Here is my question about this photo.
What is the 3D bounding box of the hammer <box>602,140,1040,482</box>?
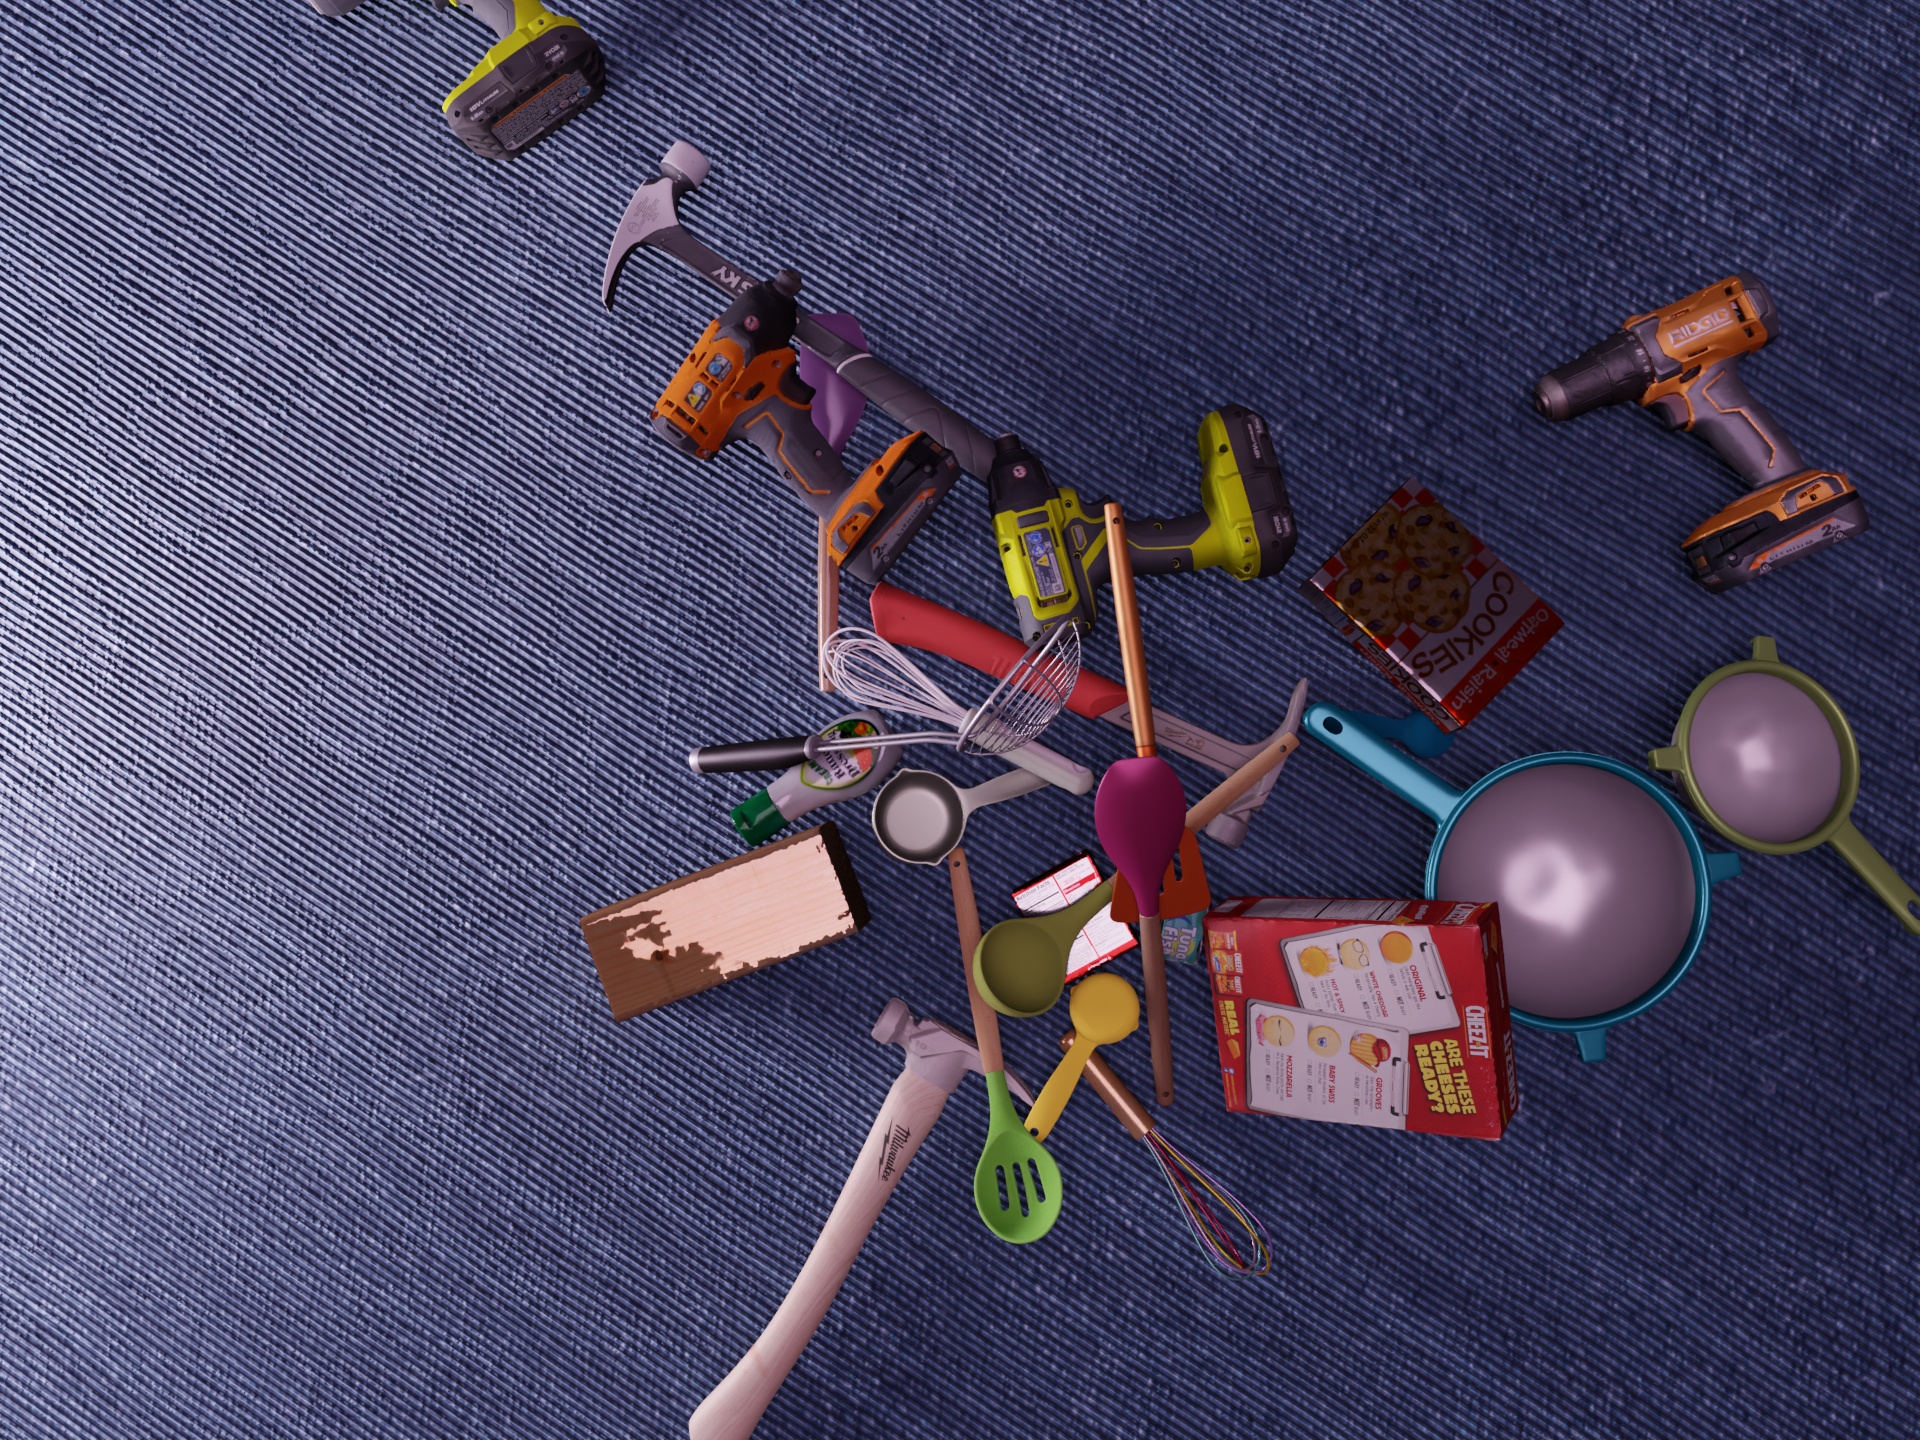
[{"bbox_3d":[-0.106,-0.299,1.299,0.409,0.036,0.149,35,85,0],"label":"hammer"}]

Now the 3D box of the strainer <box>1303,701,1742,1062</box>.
[{"bbox_3d":[0.407,0.092,1.240,0.340,0.095,0.211,36,91,5],"label":"strainer"}]

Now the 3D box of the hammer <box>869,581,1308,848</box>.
[{"bbox_3d":[0.095,-0.036,1.294,0.359,0.036,0.149,25,91,4],"label":"hammer"}]

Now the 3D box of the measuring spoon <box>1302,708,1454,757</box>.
[{"bbox_3d":[0.337,0.005,1.268,0.128,0.021,0.042,6,90,-10],"label":"measuring spoon"}]

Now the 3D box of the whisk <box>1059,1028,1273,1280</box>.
[{"bbox_3d":[0.162,0.351,1.285,0.051,0.047,0.245,-39,82,-9],"label":"whisk"}]

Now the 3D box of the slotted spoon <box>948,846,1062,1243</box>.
[{"bbox_3d":[0.025,0.255,1.273,0.070,0.031,0.314,-12,75,7],"label":"slotted spoon"}]

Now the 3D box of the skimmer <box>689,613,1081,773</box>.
[{"bbox_3d":[-0.072,-0.012,1.226,0.363,0.127,0.090,-7,111,30],"label":"skimmer"}]

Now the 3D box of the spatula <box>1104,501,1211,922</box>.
[{"bbox_3d":[0.136,-0.005,1.214,0.081,0.041,0.322,-8,90,-5],"label":"spatula"}]

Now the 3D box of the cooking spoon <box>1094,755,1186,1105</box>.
[{"bbox_3d":[0.148,0.169,1.227,0.069,0.017,0.318,-8,116,1],"label":"cooking spoon"}]

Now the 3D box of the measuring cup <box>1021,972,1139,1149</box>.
[{"bbox_3d":[0.091,0.273,1.268,0.062,0.029,0.156,30,81,8],"label":"measuring cup"}]

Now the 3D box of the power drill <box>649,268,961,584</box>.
[{"bbox_3d":[-0.112,-0.233,1.250,0.226,0.084,0.164,38,110,-3],"label":"power drill"}]

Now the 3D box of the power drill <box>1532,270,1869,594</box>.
[{"bbox_3d":[0.573,-0.214,1.240,0.185,0.084,0.226,-23,83,4],"label":"power drill"}]

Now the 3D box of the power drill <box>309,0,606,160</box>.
[{"bbox_3d":[-0.420,-0.588,1.320,0.190,0.080,0.228,-34,84,3],"label":"power drill"}]

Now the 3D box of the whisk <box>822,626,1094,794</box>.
[{"bbox_3d":[-0.002,-0.004,1.289,0.246,0.058,0.059,28,114,1],"label":"whisk"}]

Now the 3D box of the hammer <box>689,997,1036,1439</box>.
[{"bbox_3d":[-0.094,0.439,1.304,0.146,0.038,0.410,30,92,3],"label":"hammer"}]

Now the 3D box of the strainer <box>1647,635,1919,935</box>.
[{"bbox_3d":[0.645,0.071,1.233,0.151,0.069,0.256,-43,89,-15],"label":"strainer"}]

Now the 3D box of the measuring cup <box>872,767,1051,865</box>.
[{"bbox_3d":[0.006,0.066,1.305,0.167,0.038,0.083,-18,83,-13],"label":"measuring cup"}]

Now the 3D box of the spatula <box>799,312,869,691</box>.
[{"bbox_3d":[-0.106,-0.181,1.320,0.060,0.018,0.316,1,89,1],"label":"spatula"}]

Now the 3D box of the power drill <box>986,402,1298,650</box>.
[{"bbox_3d":[0.138,-0.165,1.257,0.223,0.080,0.171,-15,85,-3],"label":"power drill"}]

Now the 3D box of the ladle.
[{"bbox_3d":[0.141,0.116,1.248,0.320,0.062,0.078,-40,91,1],"label":"ladle"}]
